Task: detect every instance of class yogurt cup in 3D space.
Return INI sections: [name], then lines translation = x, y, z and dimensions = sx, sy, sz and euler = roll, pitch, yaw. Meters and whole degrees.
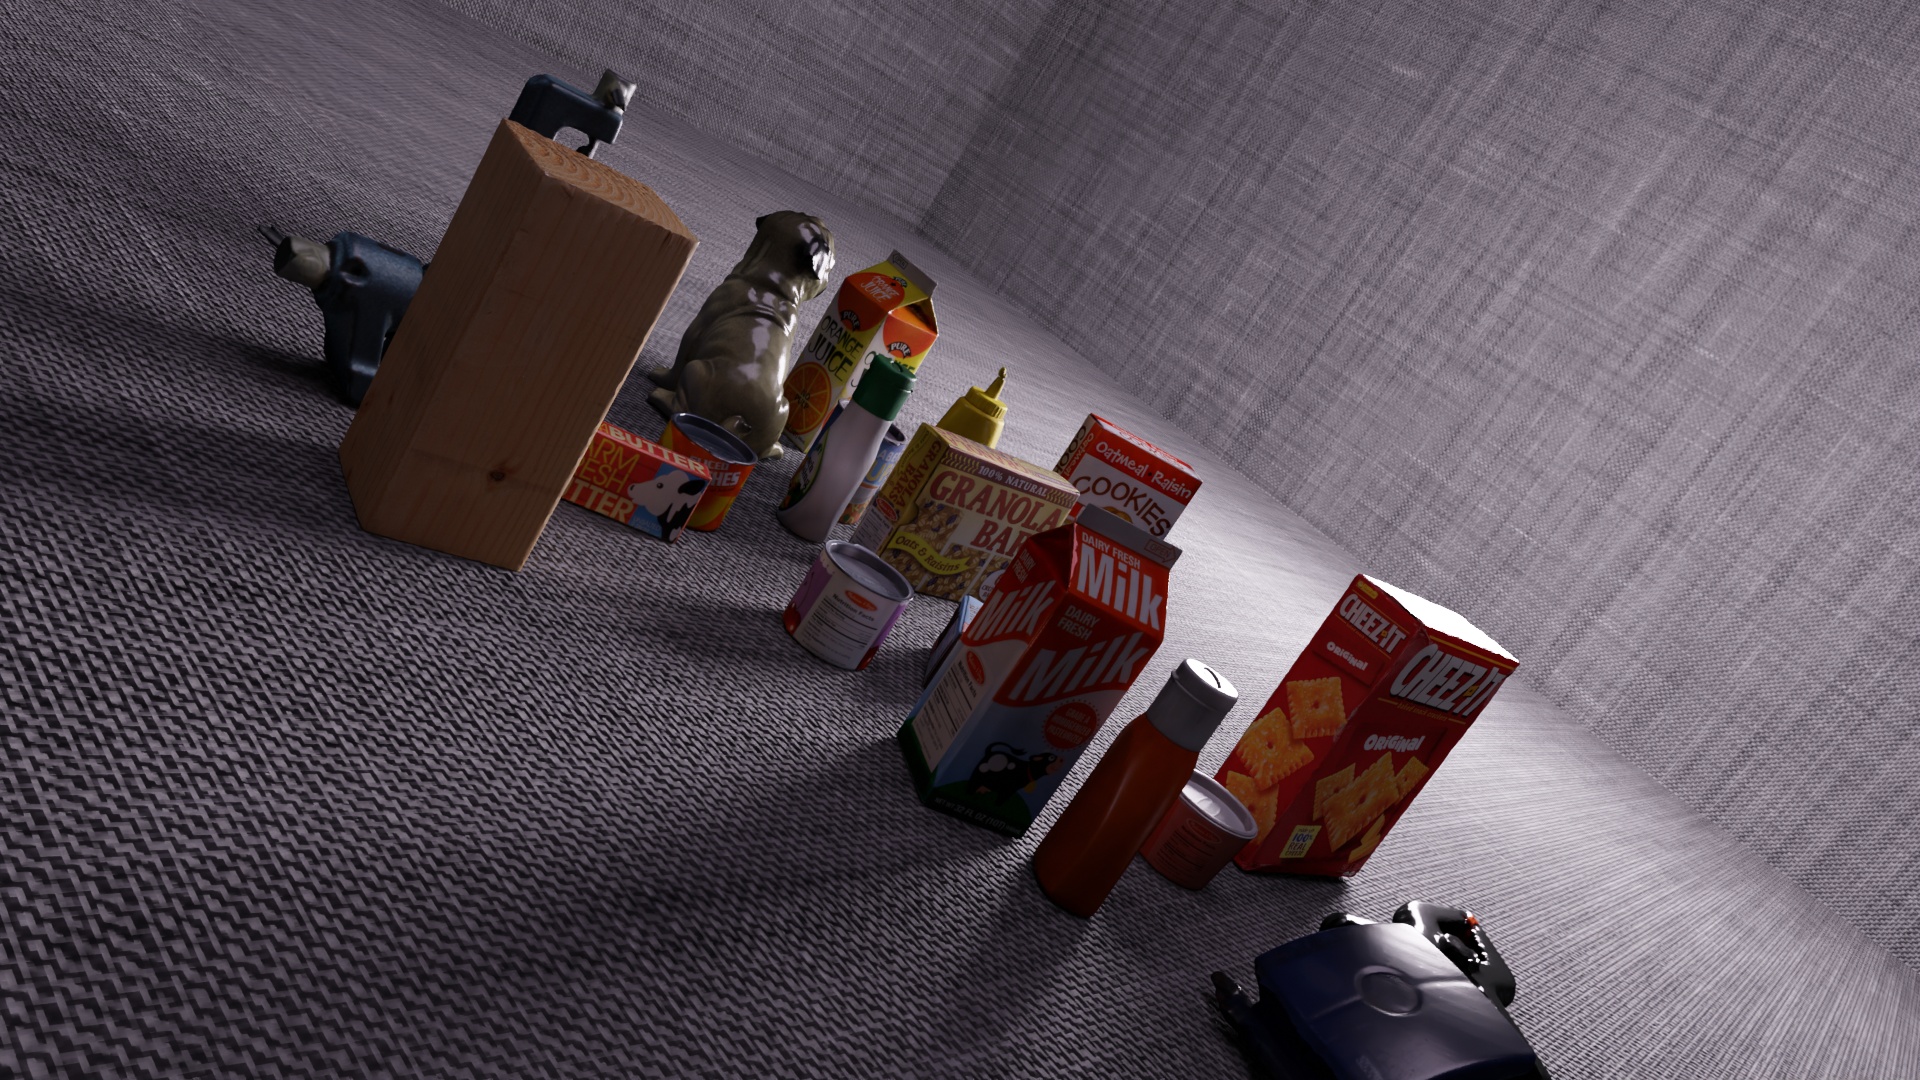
[yogurt cup]
translation = 0.148, 0.186, 0.893
dimensions = 0.072, 0.053, 0.072
euler = 30, 15, -9

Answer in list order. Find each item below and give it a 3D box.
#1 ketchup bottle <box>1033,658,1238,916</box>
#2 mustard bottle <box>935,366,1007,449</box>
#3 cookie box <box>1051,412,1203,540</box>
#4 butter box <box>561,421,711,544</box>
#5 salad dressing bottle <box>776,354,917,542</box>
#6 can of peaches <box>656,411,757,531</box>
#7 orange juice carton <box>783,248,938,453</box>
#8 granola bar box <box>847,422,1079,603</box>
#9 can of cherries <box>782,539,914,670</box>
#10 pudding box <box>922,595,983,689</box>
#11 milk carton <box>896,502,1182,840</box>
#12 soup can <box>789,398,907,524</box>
[ketchup bottle]
translation = 0.097, 0.134, 0.769
dimensions = 0.043, 0.148, 0.065
euler = 30, 14, -9
[mustard bottle]
translation = 0.002, -0.089, 1.269
dimensions = 0.065, 0.159, 0.049
euler = 33, 14, 1
[cookie box]
translation = 0.127, -0.019, 1.287
dimensions = 0.123, 0.167, 0.040
euler = 25, 16, -26
[butter box]
translation = -0.216, -0.041, 0.880
dimensions = 0.103, 0.053, 0.024
euler = 25, 16, -28
[salad dressing bottle]
translation = -0.085, -0.070, 1.054
dimensions = 0.044, 0.147, 0.064
euler = 29, 15, -16
[can of peaches]
translation = -0.182, -0.046, 0.955
dimensions = 0.071, 0.058, 0.071
euler = 30, 15, -9
[orange juice carton]
translation = -0.090, -0.170, 1.277
dimensions = 0.073, 0.192, 0.072
euler = 15, 22, -50
[granola bar box]
translation = 0.004, -0.014, 1.102
dimensions = 0.165, 0.124, 0.039
euler = 17, 21, -47
[can of cherries]
translation = -0.073, 0.041, 0.898
dimensions = 0.071, 0.058, 0.072
euler = 30, 15, -9
[pudding box]
translation = 0.001, 0.075, 0.958
dimensions = 0.030, 0.049, 0.084
euler = 31, 15, -5
[milk carton]
translation = 0.048, 0.069, 0.796
dimensions = 0.072, 0.190, 0.074
euler = 26, 16, -26
[soup can]
translation = -0.092, -0.064, 1.145
dimensions = 0.071, 0.083, 0.071
euler = 30, 15, -9
